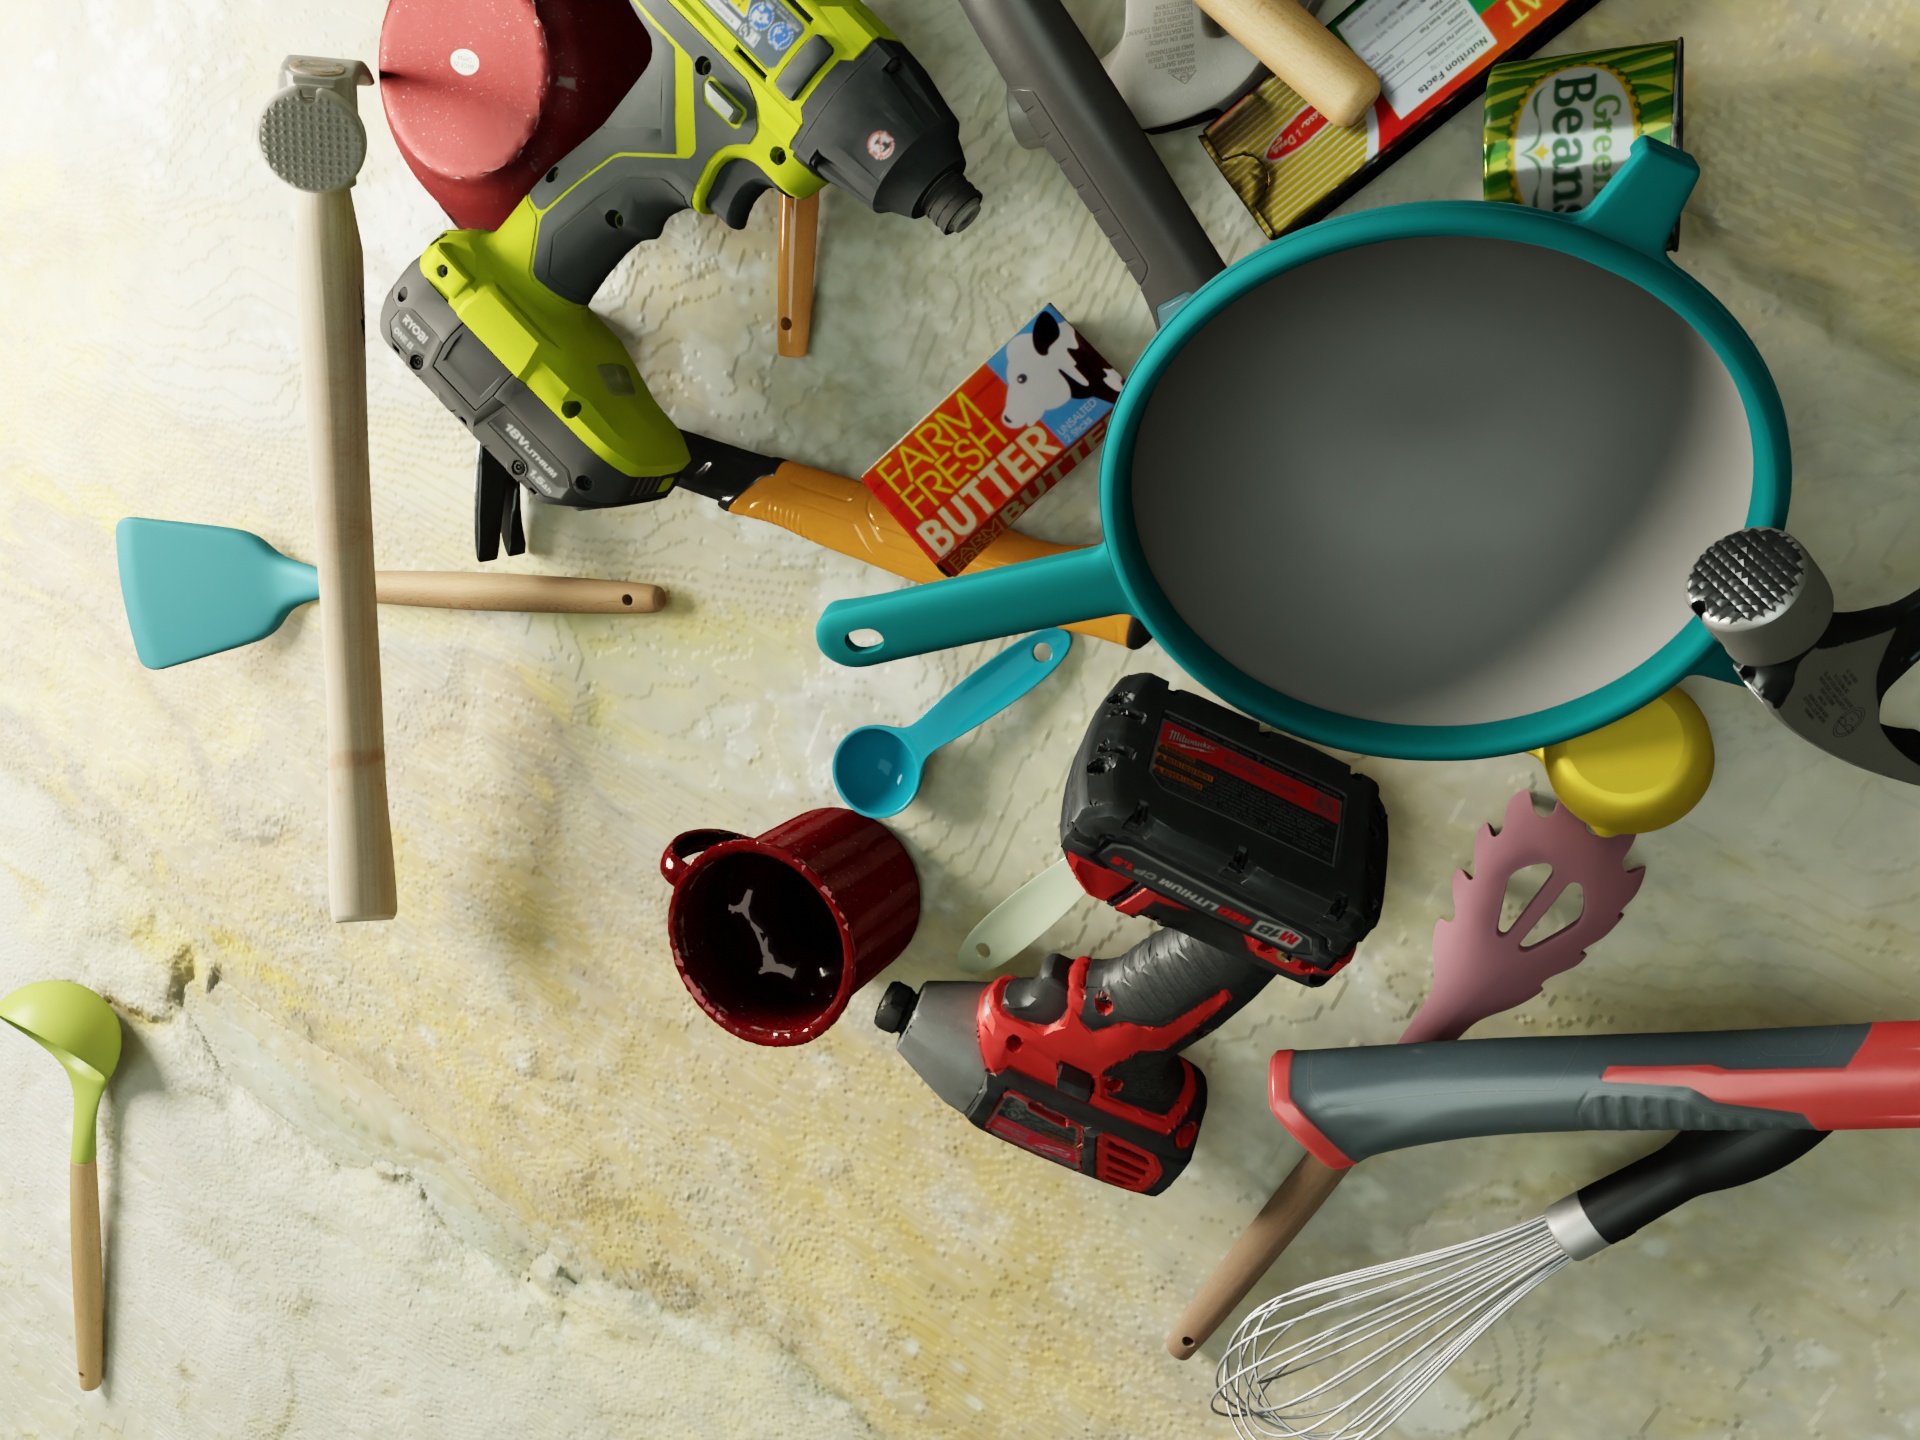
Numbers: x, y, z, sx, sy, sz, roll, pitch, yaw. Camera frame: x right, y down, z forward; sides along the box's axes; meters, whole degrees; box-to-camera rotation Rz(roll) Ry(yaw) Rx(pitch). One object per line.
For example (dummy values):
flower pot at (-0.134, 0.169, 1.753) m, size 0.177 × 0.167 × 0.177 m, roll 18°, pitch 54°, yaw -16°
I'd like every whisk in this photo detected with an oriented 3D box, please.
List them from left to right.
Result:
whisk at (0.047, -0.289, 0.552) m, size 0.245 × 0.047 × 0.051 m, roll 44°, pitch 157°, yaw 5°
whisk at (0.216, 0.214, 0.626) m, size 0.284 × 0.070 × 0.070 m, roll -39°, pitch 85°, yaw 22°

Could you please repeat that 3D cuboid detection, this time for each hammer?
hammer at (-0.283, -0.086, 0.735) m, size 0.038 × 0.146 × 0.410 m, roll -1°, pitch 119°, yaw -17°
hammer at (-0.071, -0.088, 0.696) m, size 0.337 × 0.034 × 0.127 m, roll 19°, pitch 109°, yaw 20°
hammer at (0.008, -0.264, 0.556) m, size 0.128 × 0.033 × 0.330 m, roll -16°, pitch 115°, yaw 51°
hammer at (0.069, -0.383, 0.562) m, size 0.130 × 0.031 × 0.331 m, roll 0°, pitch 102°, yaw 25°
hammer at (0.298, 0.106, 0.541) m, size 0.386 × 0.038 × 0.143 m, roll -6°, pitch 91°, yaw 21°
hammer at (0.406, -0.124, 0.437) m, size 0.409 × 0.036 × 0.149 m, roll -41°, pitch 128°, yaw 20°

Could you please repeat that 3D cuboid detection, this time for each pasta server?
pasta server at (0.167, 0.158, 0.650) m, size 0.060 × 0.040 × 0.316 m, roll 35°, pitch 118°, yaw 14°

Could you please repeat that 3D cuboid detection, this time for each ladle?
ladle at (-0.568, 0.306, 1.011) m, size 0.078 × 0.062 × 0.320 m, roll 18°, pitch 112°, yaw 21°

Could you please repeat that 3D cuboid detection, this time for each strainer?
strainer at (0.103, -0.082, 0.569) m, size 0.340 × 0.095 × 0.210 m, roll -10°, pitch 128°, yaw 28°

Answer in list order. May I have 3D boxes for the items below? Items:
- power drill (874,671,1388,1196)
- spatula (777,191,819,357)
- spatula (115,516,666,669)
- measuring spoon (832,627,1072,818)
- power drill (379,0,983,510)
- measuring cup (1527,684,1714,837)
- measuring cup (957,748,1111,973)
power drill at (0.057, 0.094, 0.617) m, size 0.143 × 0.079 × 0.219 m, roll 25°, pitch 132°, yaw -2°
spatula at (-0.055, -0.312, 0.643) m, size 0.081 × 0.041 × 0.322 m, roll 13°, pitch 112°, yaw 21°
spatula at (-0.289, -0.063, 0.799) m, size 0.317 × 0.044 × 0.082 m, roll 3°, pitch 105°, yaw 23°
measuring spoon at (-0.001, -0.002, 0.697) m, size 0.128 × 0.021 × 0.042 m, roll -35°, pitch 85°, yaw 18°
power drill at (-0.112, -0.196, 0.634) m, size 0.171 × 0.080 × 0.223 m, roll 46°, pitch 110°, yaw 3°
measuring cup at (0.195, -0.003, 0.587) m, size 0.157 × 0.029 × 0.062 m, roll 18°, pitch 84°, yaw 25°
measuring cup at (0.060, 0.055, 0.668) m, size 0.167 × 0.038 × 0.083 m, roll -43°, pitch 83°, yaw 29°
